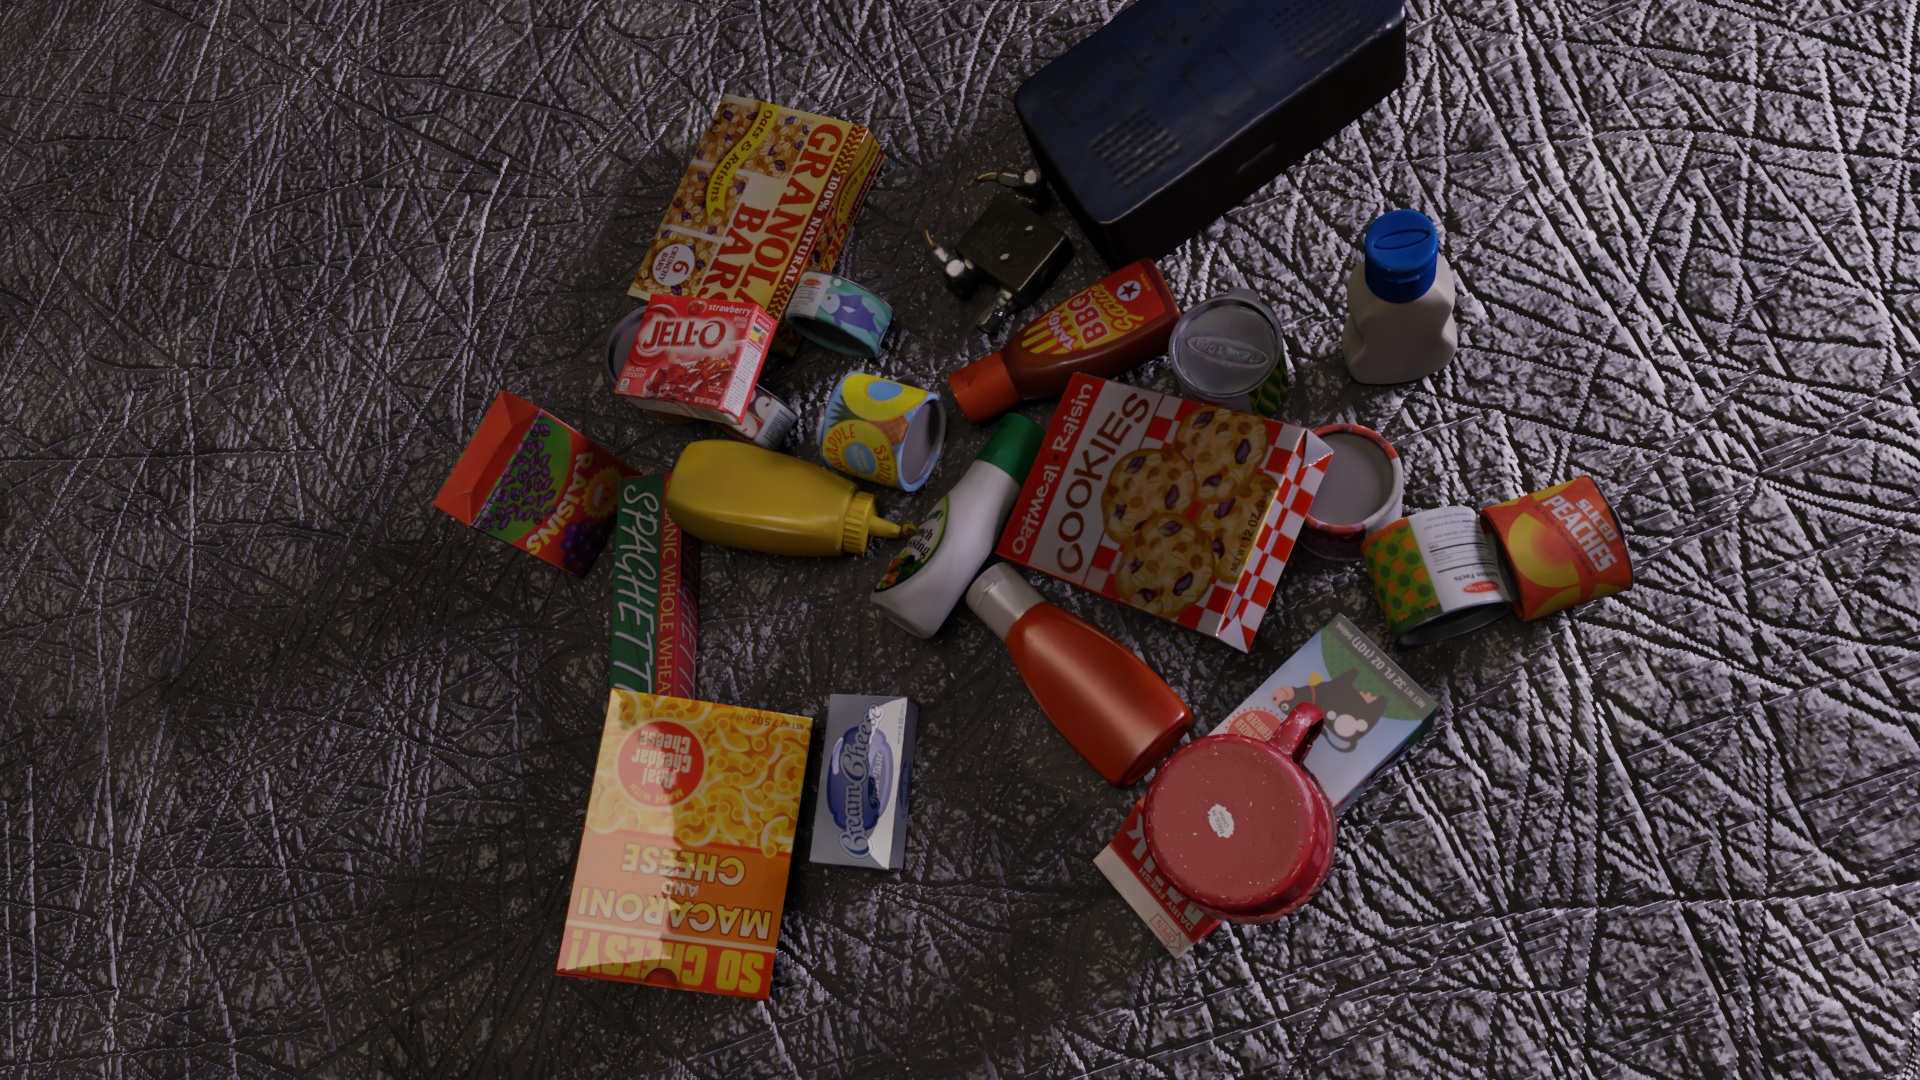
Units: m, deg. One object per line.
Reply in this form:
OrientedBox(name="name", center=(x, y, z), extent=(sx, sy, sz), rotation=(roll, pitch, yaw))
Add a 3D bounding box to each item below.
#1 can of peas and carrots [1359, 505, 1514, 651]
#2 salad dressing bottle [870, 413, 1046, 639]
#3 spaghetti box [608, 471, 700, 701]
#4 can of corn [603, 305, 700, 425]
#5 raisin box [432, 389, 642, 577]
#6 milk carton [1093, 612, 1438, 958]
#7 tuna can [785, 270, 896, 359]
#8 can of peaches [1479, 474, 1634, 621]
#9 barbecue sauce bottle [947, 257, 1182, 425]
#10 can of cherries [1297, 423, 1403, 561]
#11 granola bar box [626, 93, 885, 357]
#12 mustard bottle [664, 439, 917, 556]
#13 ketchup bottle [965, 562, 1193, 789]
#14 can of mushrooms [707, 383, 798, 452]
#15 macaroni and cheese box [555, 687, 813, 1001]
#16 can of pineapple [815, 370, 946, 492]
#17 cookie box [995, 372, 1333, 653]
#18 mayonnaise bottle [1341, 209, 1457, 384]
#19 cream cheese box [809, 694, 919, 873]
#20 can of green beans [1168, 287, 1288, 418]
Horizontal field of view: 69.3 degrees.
OrientedBox(name="can of peas and carrots", center=(0.259, 0.021, 0.765), extent=(0.071, 0.071, 0.059), rotation=(-19, 69, 11))
OrientedBox(name="salad dressing bottle", center=(0.003, -0.011, 0.856), extent=(0.044, 0.064, 0.148), rotation=(39, 76, -17))
OrientedBox(name="spaghetti box", center=(-0.200, 0.075, 0.904), extent=(0.050, 0.028, 0.250), rotation=(-6, 72, 14))
OrientedBox(name="can of corn", center=(-0.199, -0.117, 0.947), extent=(0.071, 0.058, 0.071), rotation=(-5, 72, 15))
OrientedBox(name="raisin box", center=(-0.272, -0.034, 0.908), extent=(0.040, 0.123, 0.086), rotation=(25, 82, 23))
OrientedBox(name="milk carton", center=(0.163, 0.135, 0.752), extent=(0.190, 0.073, 0.072), rotation=(-43, 67, 1))
OrientedBox(name="tuna can", center=(-0.078, -0.147, 0.919), extent=(0.071, 0.071, 0.033), rotation=(19, 81, 21))
OrientedBox(name="can of peaches", center=(0.320, 0.004, 0.748), extent=(0.058, 0.071, 0.071), rotation=(-19, 69, 12))
OrientedBox(name="barbecue sauce bottle", center=(0.065, -0.120, 0.876), extent=(0.148, 0.043, 0.065), rotation=(-26, 51, 8))
OrientedBox(name="can of cherries", center=(0.216, -0.028, 0.795), extent=(0.071, 0.058, 0.071), rotation=(-5, 73, 15))
OrientedBox(name="granola bar box", center=(-0.142, -0.222, 0.974), extent=(0.124, 0.039, 0.166), rotation=(19, 79, 22))
OrientedBox(name="mustard bottle", center=(-0.105, -0.020, 0.888), extent=(0.160, 0.048, 0.065), rotation=(14, 62, 9))
OrientedBox(name="ketchup bottle", center=(0.064, 0.074, 0.817), extent=(0.065, 0.043, 0.149), rotation=(-45, 66, -1))
OrientedBox(name="can of mushrooms", center=(-0.146, -0.087, 0.917), extent=(0.071, 0.071, 0.033), rotation=(28, 85, 22))
OrientedBox(name="macaroni and cheese box", center=(-0.162, 0.180, 0.829), extent=(0.124, 0.040, 0.167), rotation=(9, 75, -6))
OrientedBox(name="can of pineapple", center=(-0.049, -0.068, 0.882), extent=(0.058, 0.071, 0.071), rotation=(18, 79, 20))
OrientedBox(name="cookie box", center=(0.111, -0.021, 0.798), extent=(0.167, 0.040, 0.123), rotation=(21, 86, 43))
OrientedBox(name="mayonnaise bottle", center=(0.244, -0.132, 0.771), extent=(0.065, 0.148, 0.041), rotation=(-10, 71, 14))
OrientedBox(name="cream cheese box", center=(-0.058, 0.146, 0.841), extent=(0.053, 0.024, 0.104), rotation=(0, 73, 18))
OrientedBox(name="can of green beans", center=(0.162, -0.106, 0.836), extent=(0.071, 0.057, 0.071), rotation=(-5, 72, 16))
